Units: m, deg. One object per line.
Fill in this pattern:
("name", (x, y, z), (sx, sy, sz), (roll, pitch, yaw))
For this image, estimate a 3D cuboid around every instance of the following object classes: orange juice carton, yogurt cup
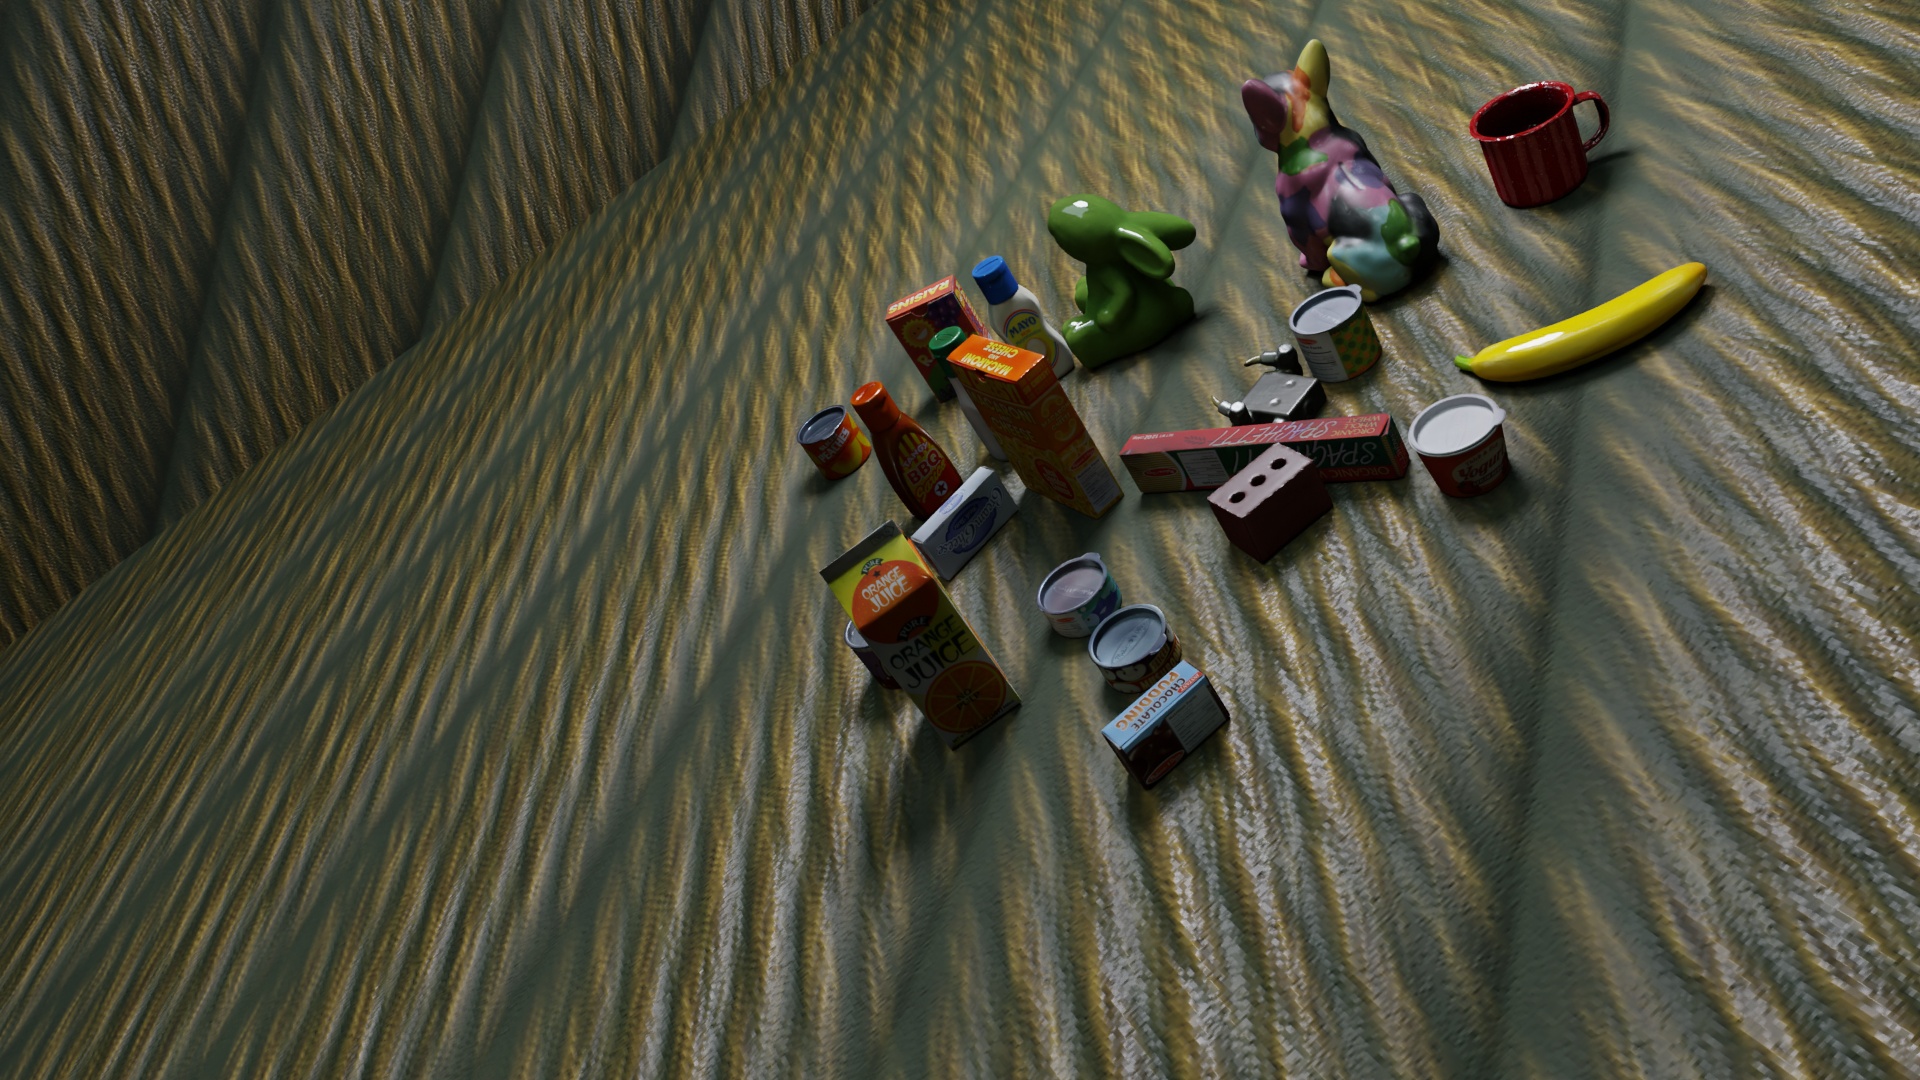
("orange juice carton", (-0.034, 0.070, 1.111), (0.072, 0.192, 0.073), (-35, 32, 0))
("yogurt cup", (0.381, -0.070, 1.053), (0.072, 0.053, 0.073), (-24, 33, 17))

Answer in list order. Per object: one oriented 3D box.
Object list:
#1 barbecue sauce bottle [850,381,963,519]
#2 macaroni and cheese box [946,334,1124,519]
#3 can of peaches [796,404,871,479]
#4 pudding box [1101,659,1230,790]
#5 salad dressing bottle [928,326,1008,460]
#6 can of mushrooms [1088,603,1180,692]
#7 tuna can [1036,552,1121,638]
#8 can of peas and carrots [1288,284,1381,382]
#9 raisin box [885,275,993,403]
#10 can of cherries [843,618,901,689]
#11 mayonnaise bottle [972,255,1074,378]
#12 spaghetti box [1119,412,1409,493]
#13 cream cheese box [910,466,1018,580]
("barbecue sauce bottle", (-0.057, -0.092, 1.391), (0.065, 0.148, 0.044), (-46, 34, -18))
("macaroni and cheese box", (0.068, -0.105, 1.277), (0.040, 0.166, 0.124), (-43, 33, -13))
("can of peaches", (-0.143, -0.110, 1.577), (0.071, 0.058, 0.071), (-24, 33, 17))
("pudding box", (0.148, 0.132, 0.999), (0.084, 0.049, 0.030), (-40, 32, -9))
("salad dressing bottle", (0.020, -0.147, 1.395), (0.044, 0.147, 0.064), (-47, 34, -19))
("can of mushrooms", (0.138, 0.085, 1.086), (0.071, 0.033, 0.071), (-24, 33, 17))
("tuna can", (0.101, 0.046, 1.171), (0.071, 0.032, 0.071), (-24, 33, 17))
("can of peas and carrots", (0.337, -0.185, 1.242), (0.071, 0.058, 0.071), (-24, 33, 17))
("raisin box", (-0.016, -0.223, 1.552), (0.086, 0.123, 0.040), (-22, 34, 20))
("can of cherries", (-0.060, 0.091, 1.234), (0.071, 0.058, 0.072), (-24, 33, 17))
("mayonnaise bottle", (0.062, -0.231, 1.468), (0.065, 0.147, 0.041), (-31, 32, 6))
("spaghetti box", (0.252, -0.071, 1.176), (0.250, 0.050, 0.029), (-2, 44, 41))
("cream cheese box", (0.005, -0.017, 1.323), (0.104, 0.053, 0.024), (-46, 33, -18))
